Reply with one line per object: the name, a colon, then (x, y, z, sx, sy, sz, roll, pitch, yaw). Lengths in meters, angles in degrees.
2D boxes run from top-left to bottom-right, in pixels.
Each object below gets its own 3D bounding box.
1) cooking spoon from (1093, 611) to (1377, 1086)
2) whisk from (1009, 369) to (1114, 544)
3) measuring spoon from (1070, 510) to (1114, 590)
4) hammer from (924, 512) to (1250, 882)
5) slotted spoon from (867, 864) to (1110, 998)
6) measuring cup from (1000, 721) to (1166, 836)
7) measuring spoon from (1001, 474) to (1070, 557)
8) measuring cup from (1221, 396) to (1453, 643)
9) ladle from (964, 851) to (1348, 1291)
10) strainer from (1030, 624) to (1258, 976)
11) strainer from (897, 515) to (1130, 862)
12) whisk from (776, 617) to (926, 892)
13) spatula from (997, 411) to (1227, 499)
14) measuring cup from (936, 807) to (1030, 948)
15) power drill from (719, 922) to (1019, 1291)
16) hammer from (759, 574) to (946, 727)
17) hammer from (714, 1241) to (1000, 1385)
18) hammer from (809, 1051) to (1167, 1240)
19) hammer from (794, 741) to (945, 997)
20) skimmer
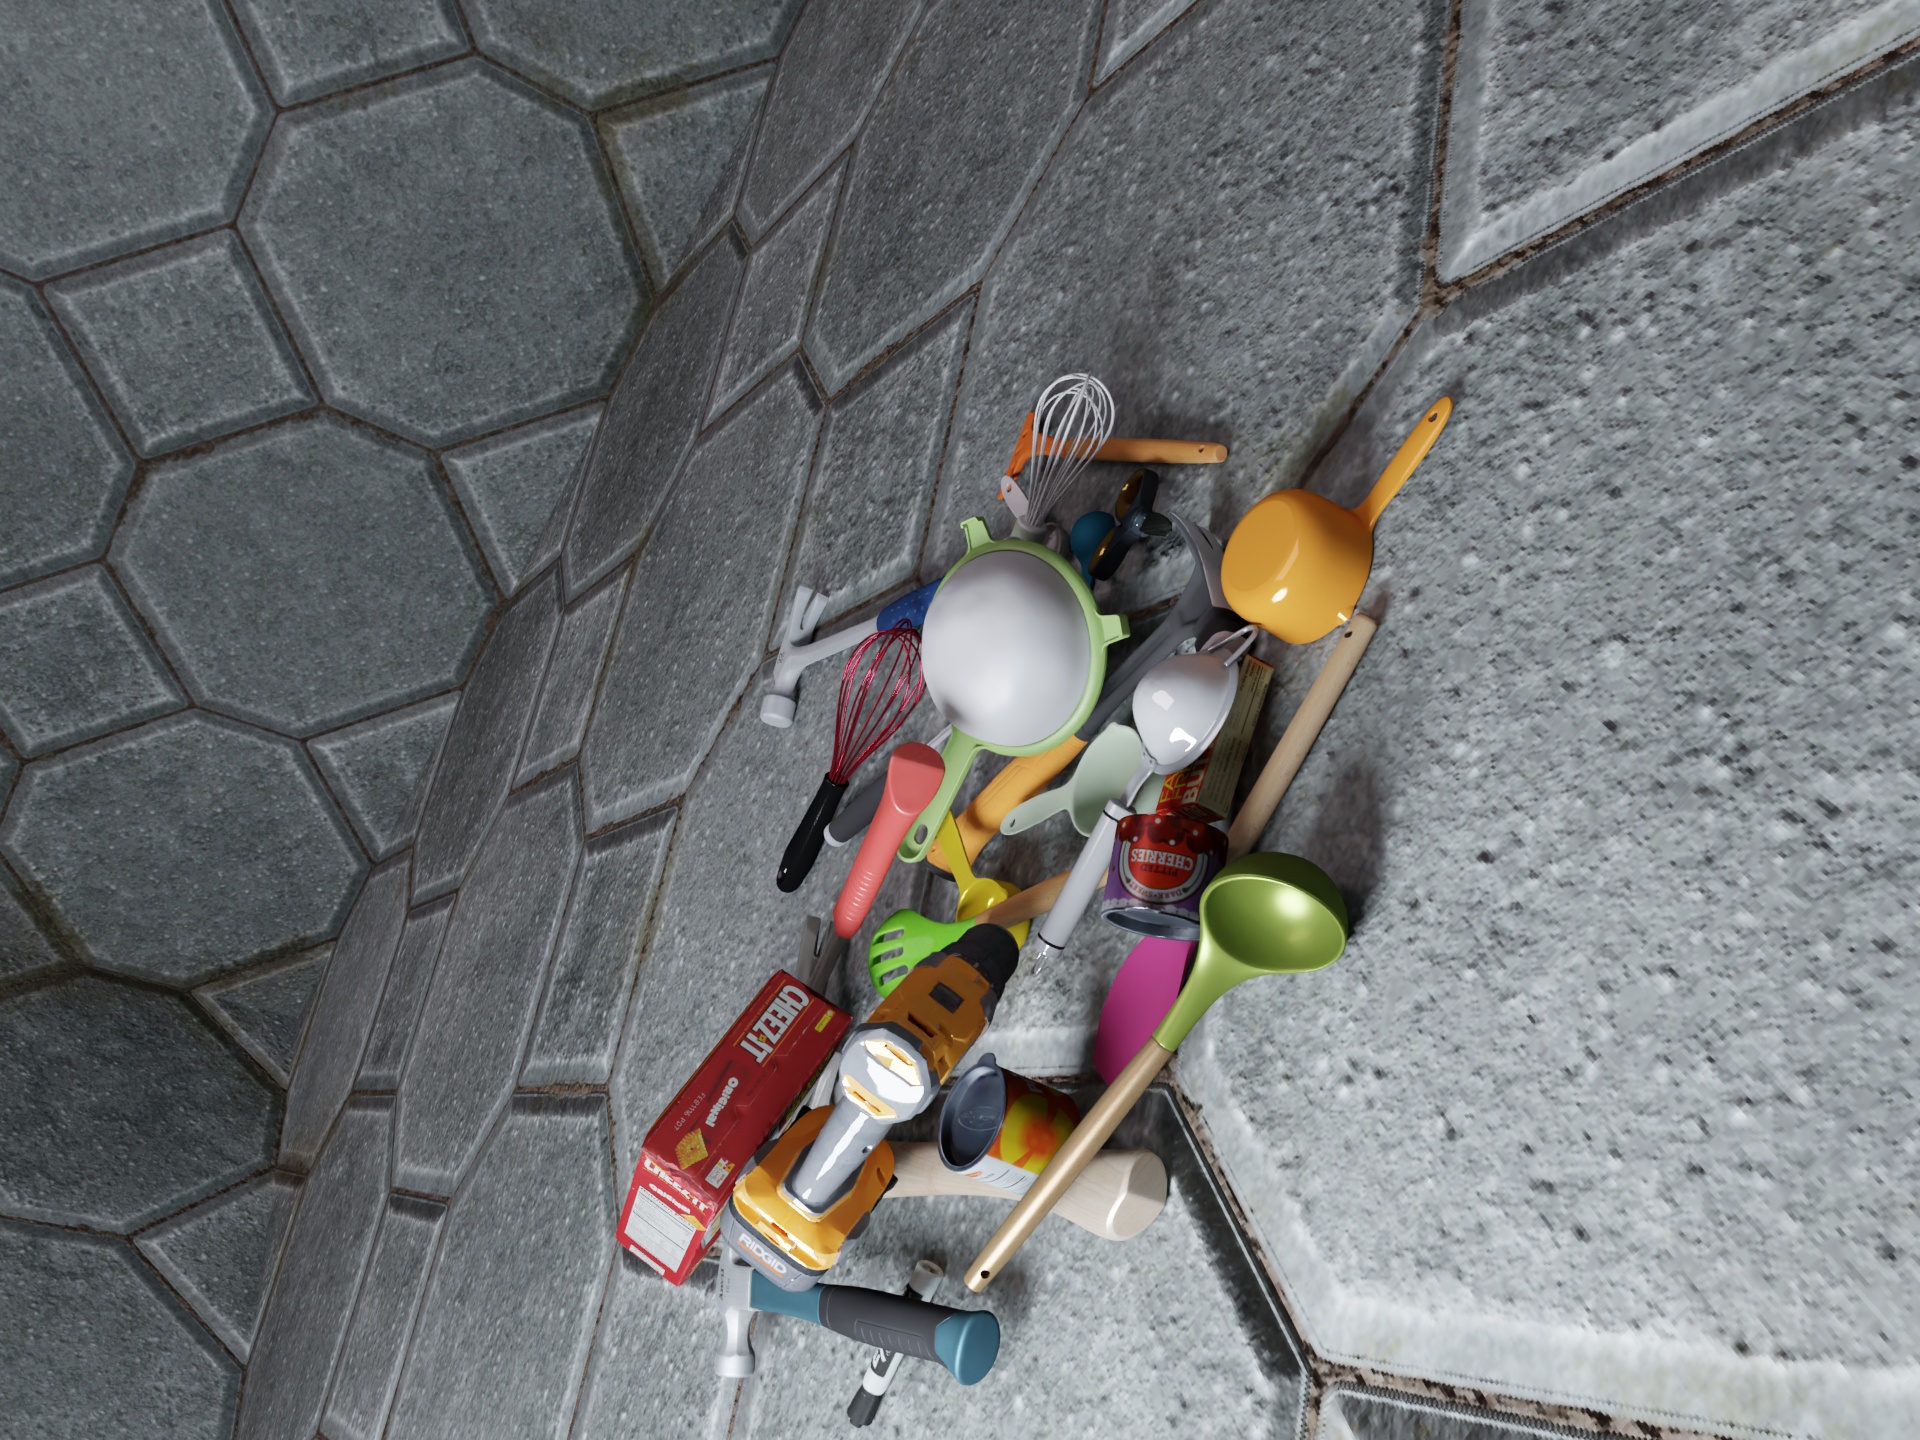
cooking spoon: (0.160, 0.079, 0.934, 0.319, 0.017, 0.069, -63, 26, 12)
whisk: (0.058, -0.158, 1.223, 0.059, 0.058, 0.246, -68, 0, -55)
measuring spoon: (0.086, -0.102, 1.196, 0.042, 0.021, 0.129, -15, 56, 58)
hammer: (0.075, 0.004, 1.126, 0.336, 0.034, 0.127, -47, 34, 35)
slotted spoon: (0.032, 0.127, 1.067, 0.314, 0.031, 0.070, -30, 59, 41)
measuring cup: (0.085, 0.057, 1.068, 0.167, 0.038, 0.083, -29, 46, 54)
measuring spoon: (0.061, -0.164, 1.278, 0.124, 0.018, 0.034, 61, 138, 47)
measuring cup: (0.219, -0.127, 0.938, 0.173, 0.052, 0.095, -56, 29, 26)
ladle: (0.096, 0.202, 0.871, 0.320, 0.078, 0.062, -54, 5, 13)
strainer: (0.100, 0.048, 0.968, 0.258, 0.050, 0.087, -64, 21, 13)
strainer: (-0.002, -0.004, 1.098, 0.152, 0.069, 0.256, 38, 115, 27)
whisk: (-0.102, 0.037, 1.406, 0.295, 0.073, 0.073, -63, 27, 24)
spatula: (0.108, -0.209, 1.239, 0.323, 0.041, 0.081, 19, 89, 59)
measuring cup: (0.010, 0.105, 1.146, 0.062, 0.029, 0.157, -51, 43, 30)
power drill: (-0.048, 0.235, 1.013, 0.226, 0.084, 0.185, -58, -9, 28)
hammer: (-0.075, -0.094, 1.471, 0.405, 0.035, 0.144, -17, 56, 57)
hammer: (-0.080, 0.395, 1.063, 0.331, 0.033, 0.128, -16, 69, 54)
hammer: (-0.003, 0.289, 1.058, 0.410, 0.038, 0.146, -21, 52, 55)
hammer: (-0.076, 0.124, 1.164, 0.358, 0.036, 0.149, 115, 167, -49)
skimmer: (-0.037, -0.008, 1.279, 0.363, 0.090, 0.127, -43, 6, 44)
